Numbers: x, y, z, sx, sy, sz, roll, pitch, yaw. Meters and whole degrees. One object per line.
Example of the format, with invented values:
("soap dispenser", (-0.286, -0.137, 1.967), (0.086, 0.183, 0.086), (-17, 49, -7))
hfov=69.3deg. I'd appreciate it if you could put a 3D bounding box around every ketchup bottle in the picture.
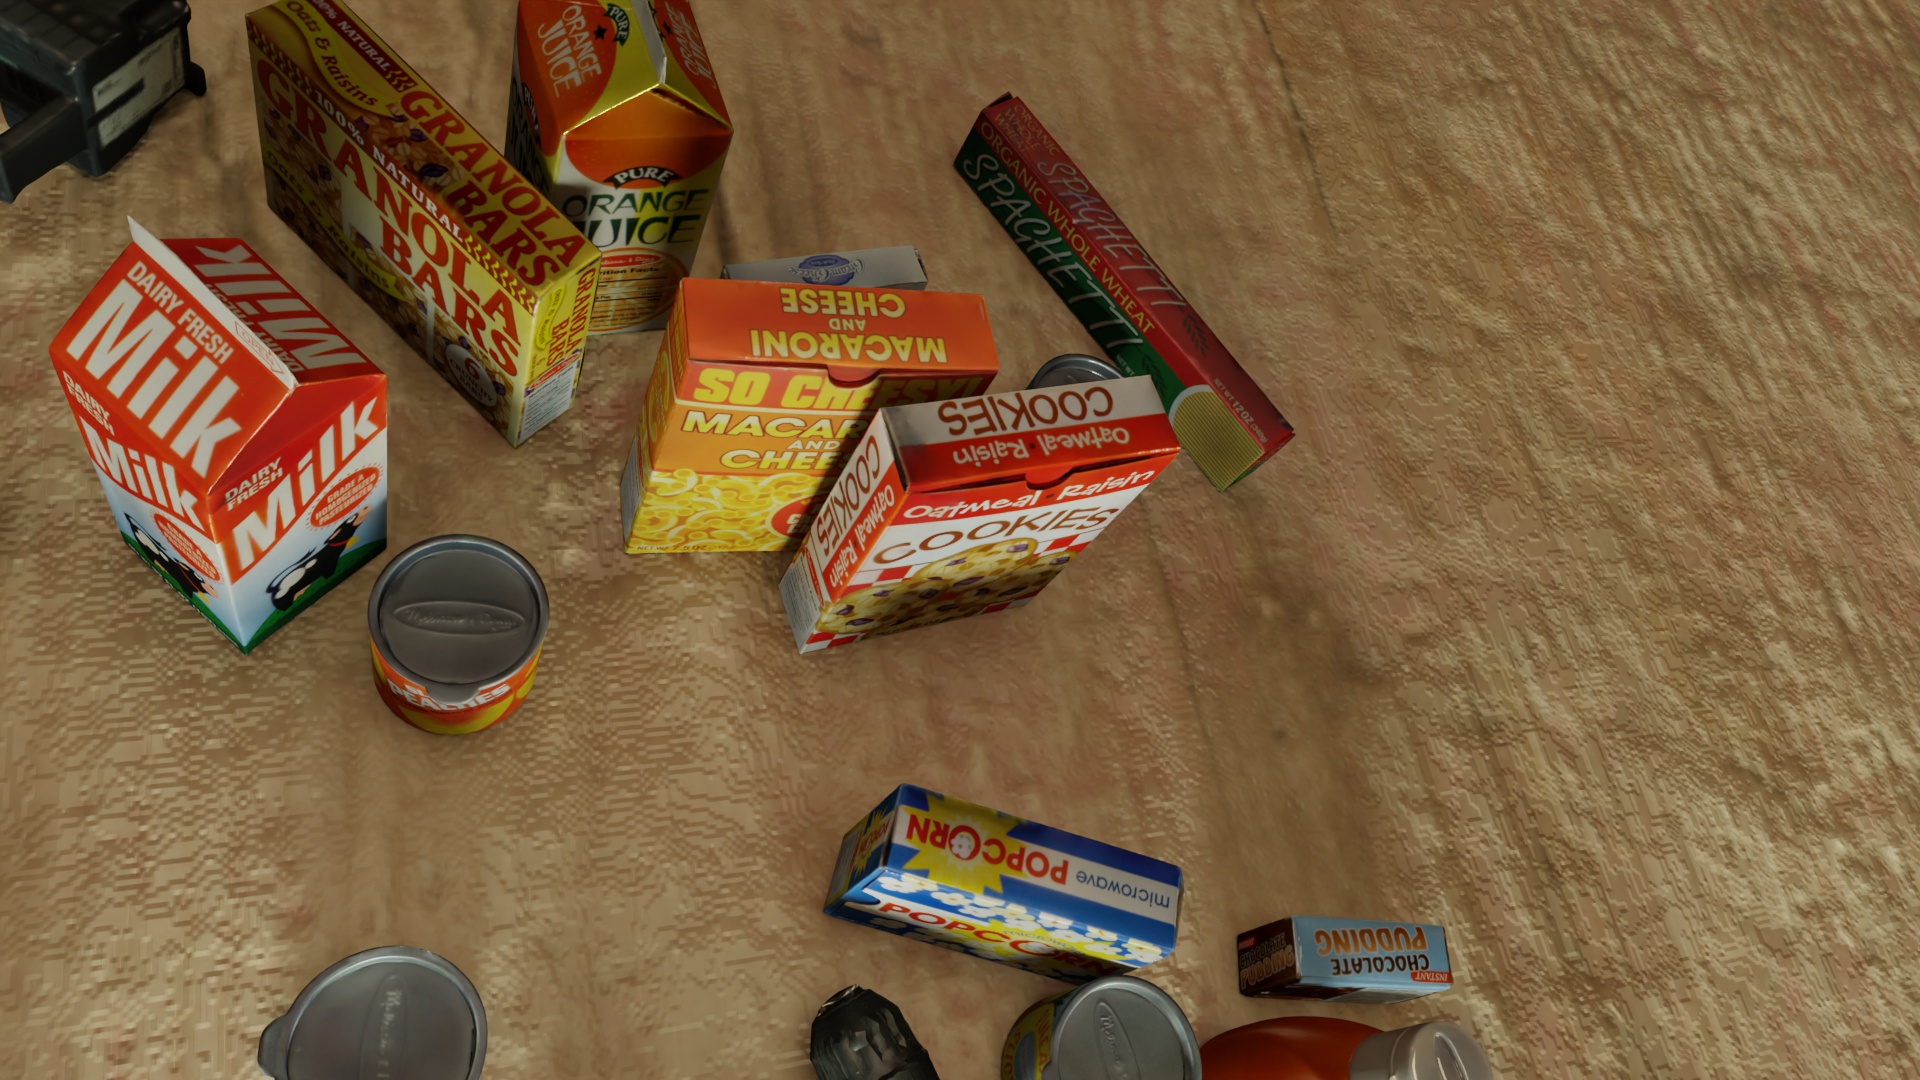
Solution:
("ketchup bottle", (0.149, 0.220, 0.554), (0.044, 0.148, 0.065), (-8, 68, -25))

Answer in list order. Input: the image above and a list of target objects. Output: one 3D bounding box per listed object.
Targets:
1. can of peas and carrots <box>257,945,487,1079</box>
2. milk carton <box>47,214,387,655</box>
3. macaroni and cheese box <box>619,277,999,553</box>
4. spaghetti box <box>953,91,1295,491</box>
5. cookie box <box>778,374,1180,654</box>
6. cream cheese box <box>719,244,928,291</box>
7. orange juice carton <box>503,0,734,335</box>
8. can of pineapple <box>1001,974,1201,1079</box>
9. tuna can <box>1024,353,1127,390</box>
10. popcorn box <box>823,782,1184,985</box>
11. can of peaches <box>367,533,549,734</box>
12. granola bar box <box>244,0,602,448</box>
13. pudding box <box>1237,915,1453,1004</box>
("can of peas and carrots", (-0.204, 0.181, 0.486), (0.071, 0.058, 0.071), (9, 62, -18))
("milk carton", (-0.258, -0.037, 0.496), (0.072, 0.189, 0.074), (42, 57, 2))
("macaroni and cheese box", (-0.070, -0.045, 0.590), (0.124, 0.165, 0.040), (-1, 66, -22))
("spaghetti box", (0.086, -0.138, 0.769), (0.029, 0.050, 0.250), (-32, 80, -31))
("cookie box", (0.002, -0.008, 0.599), (0.123, 0.166, 0.040), (-10, 69, -26))
("cream cheese box", (-0.072, -0.119, 0.693), (0.104, 0.053, 0.024), (-12, 70, -27))
("orange juice carton", (-0.152, -0.170, 0.605), (0.073, 0.191, 0.072), (-11, 70, -26))
("can of pineapple", (0.055, 0.217, 0.572), (0.071, 0.057, 0.071), (9, 62, -18))
("tuna can", (0.059, -0.062, 0.729), (0.071, 0.032, 0.071), (9, 62, -18))
("popcorn box", (0.017, 0.146, 0.576), (0.127, 0.085, 0.038), (19, 60, -12))
("can of peaches", (-0.202, 0.041, 0.558), (0.071, 0.057, 0.071), (9, 62, -18))
("granola bar box", (-0.230, -0.134, 0.596), (0.165, 0.123, 0.039), (44, 58, 3))
("pudding box", (0.176, 0.193, 0.637), (0.084, 0.049, 0.030), (8, 62, -18))
